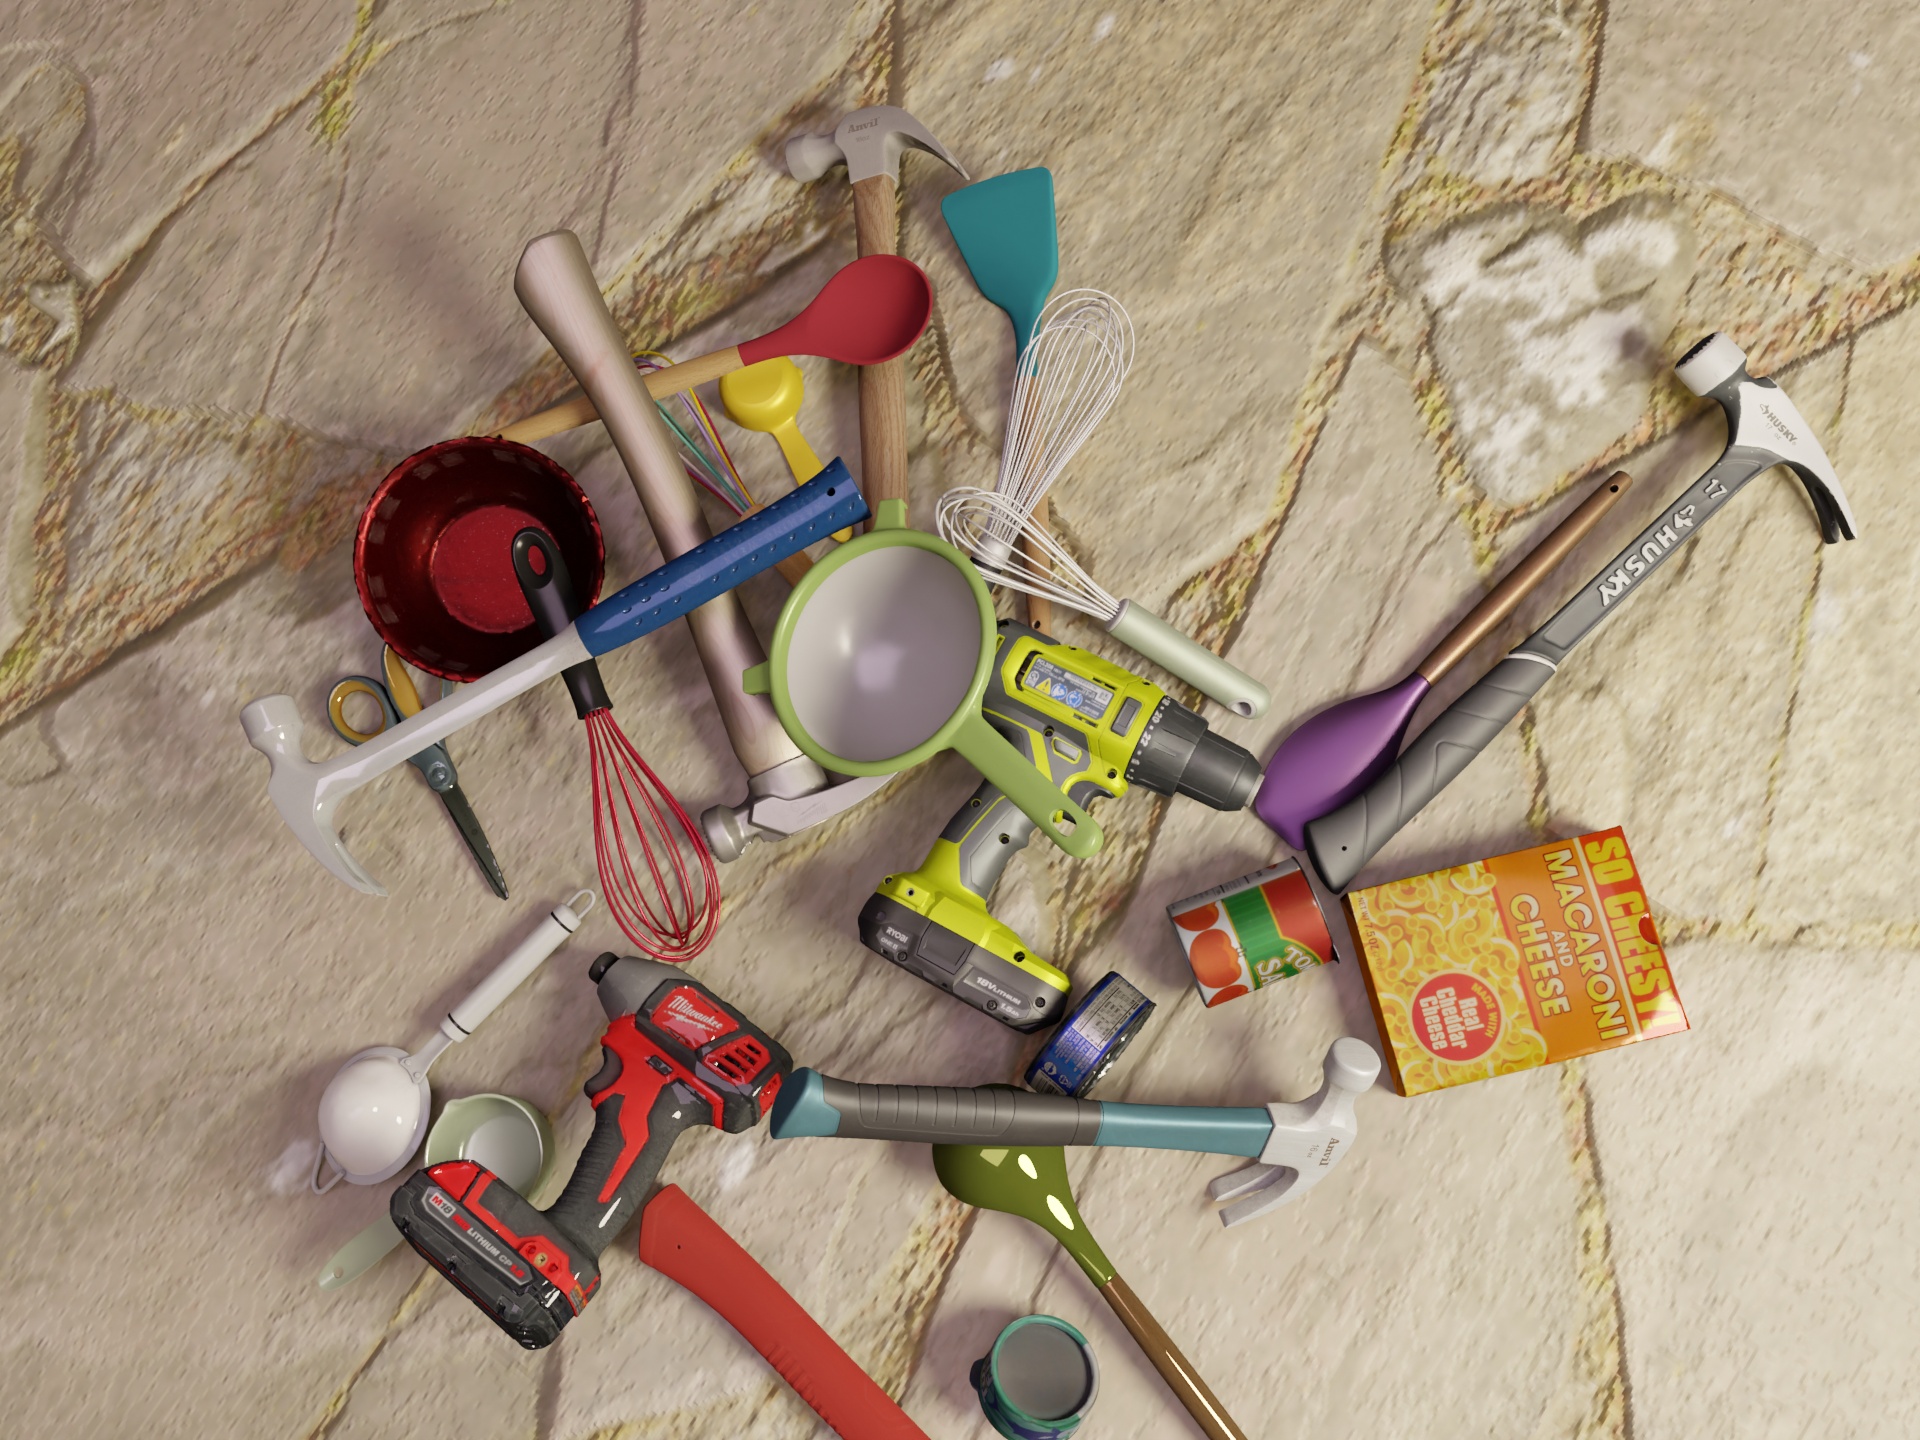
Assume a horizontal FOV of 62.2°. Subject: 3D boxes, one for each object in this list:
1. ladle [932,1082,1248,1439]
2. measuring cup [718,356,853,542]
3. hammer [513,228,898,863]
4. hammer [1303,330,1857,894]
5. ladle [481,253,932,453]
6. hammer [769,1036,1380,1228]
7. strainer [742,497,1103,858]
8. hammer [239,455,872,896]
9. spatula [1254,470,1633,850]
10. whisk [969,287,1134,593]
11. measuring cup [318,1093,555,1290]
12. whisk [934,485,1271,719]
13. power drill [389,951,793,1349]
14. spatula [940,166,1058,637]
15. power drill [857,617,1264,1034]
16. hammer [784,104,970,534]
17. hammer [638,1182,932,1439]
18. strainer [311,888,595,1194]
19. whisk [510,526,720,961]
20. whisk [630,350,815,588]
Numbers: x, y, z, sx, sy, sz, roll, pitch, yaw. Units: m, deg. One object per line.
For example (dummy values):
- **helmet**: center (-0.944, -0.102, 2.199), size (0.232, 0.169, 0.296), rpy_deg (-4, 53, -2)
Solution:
- **ladle**: center (0.098, 0.348, 0.928), size (0.078, 0.062, 0.320), rpy_deg (-36, 82, -21)
- **measuring cup**: center (-0.114, -0.188, 1.072), size (0.062, 0.029, 0.157), rpy_deg (-30, 74, 0)
- **hammer**: center (-0.169, -0.123, 1.015), size (0.146, 0.038, 0.410), rpy_deg (-24, 90, 0)
- **hammer**: center (0.365, -0.045, 0.968), size (0.409, 0.036, 0.149), rpy_deg (-44, 90, -1)
- **ladle**: center (-0.168, -0.229, 1.040), size (0.315, 0.031, 0.069), rpy_deg (-18, 87, 4)
- **hammer**: center (0.061, 0.221, 0.883), size (0.331, 0.033, 0.128), rpy_deg (7, 121, -13)
- **strainer**: center (-0.001, -0.003, 0.931), size (0.257, 0.069, 0.151), rpy_deg (43, 97, 27)
- **hammer**: center (-0.237, -0.039, 0.973), size (0.405, 0.035, 0.144), rpy_deg (-29, 78, 1)
- **spatula**: center (0.305, -0.045, 0.994), size (0.316, 0.018, 0.060), rpy_deg (-44, 80, -2)
- **whisk**: center (0.034, -0.136, 1.008), size (0.070, 0.070, 0.284), rpy_deg (26, 99, 12)
- **measuring cup**: center (-0.326, 0.299, 0.991), size (0.167, 0.038, 0.083), rpy_deg (-38, 76, 0)
- **whisk**: center (0.090, -0.070, 0.978), size (0.246, 0.057, 0.059), rpy_deg (31, 54, -11)
- **power drill**: center (-0.219, 0.241, 0.940), size (0.143, 0.078, 0.220), rpy_deg (35, 60, 15)
- **spatula**: center (0.039, -0.204, 1.050), size (0.082, 0.044, 0.318), rpy_deg (-8, 78, 25)
- **power drill**: center (0.059, 0.071, 0.972), size (0.190, 0.080, 0.228), rpy_deg (27, 80, 11)
- **hammer**: center (-0.052, -0.254, 1.067), size (0.130, 0.031, 0.331), rpy_deg (-7, 80, 28)
- **hammer**: center (-0.049, 0.402, 0.932), size (0.359, 0.036, 0.149), rpy_deg (41, 86, 13)
- **strainer**: center (-0.330, 0.200, 1.013), size (0.258, 0.050, 0.087), rpy_deg (-45, 62, -7)
- **whisk**: center (-0.225, 0.013, 1.007), size (0.073, 0.073, 0.296), rpy_deg (-22, 85, 2)
- **whisk**: center (-0.152, -0.157, 1.066), size (0.047, 0.051, 0.245), rpy_deg (-39, 79, -8)
